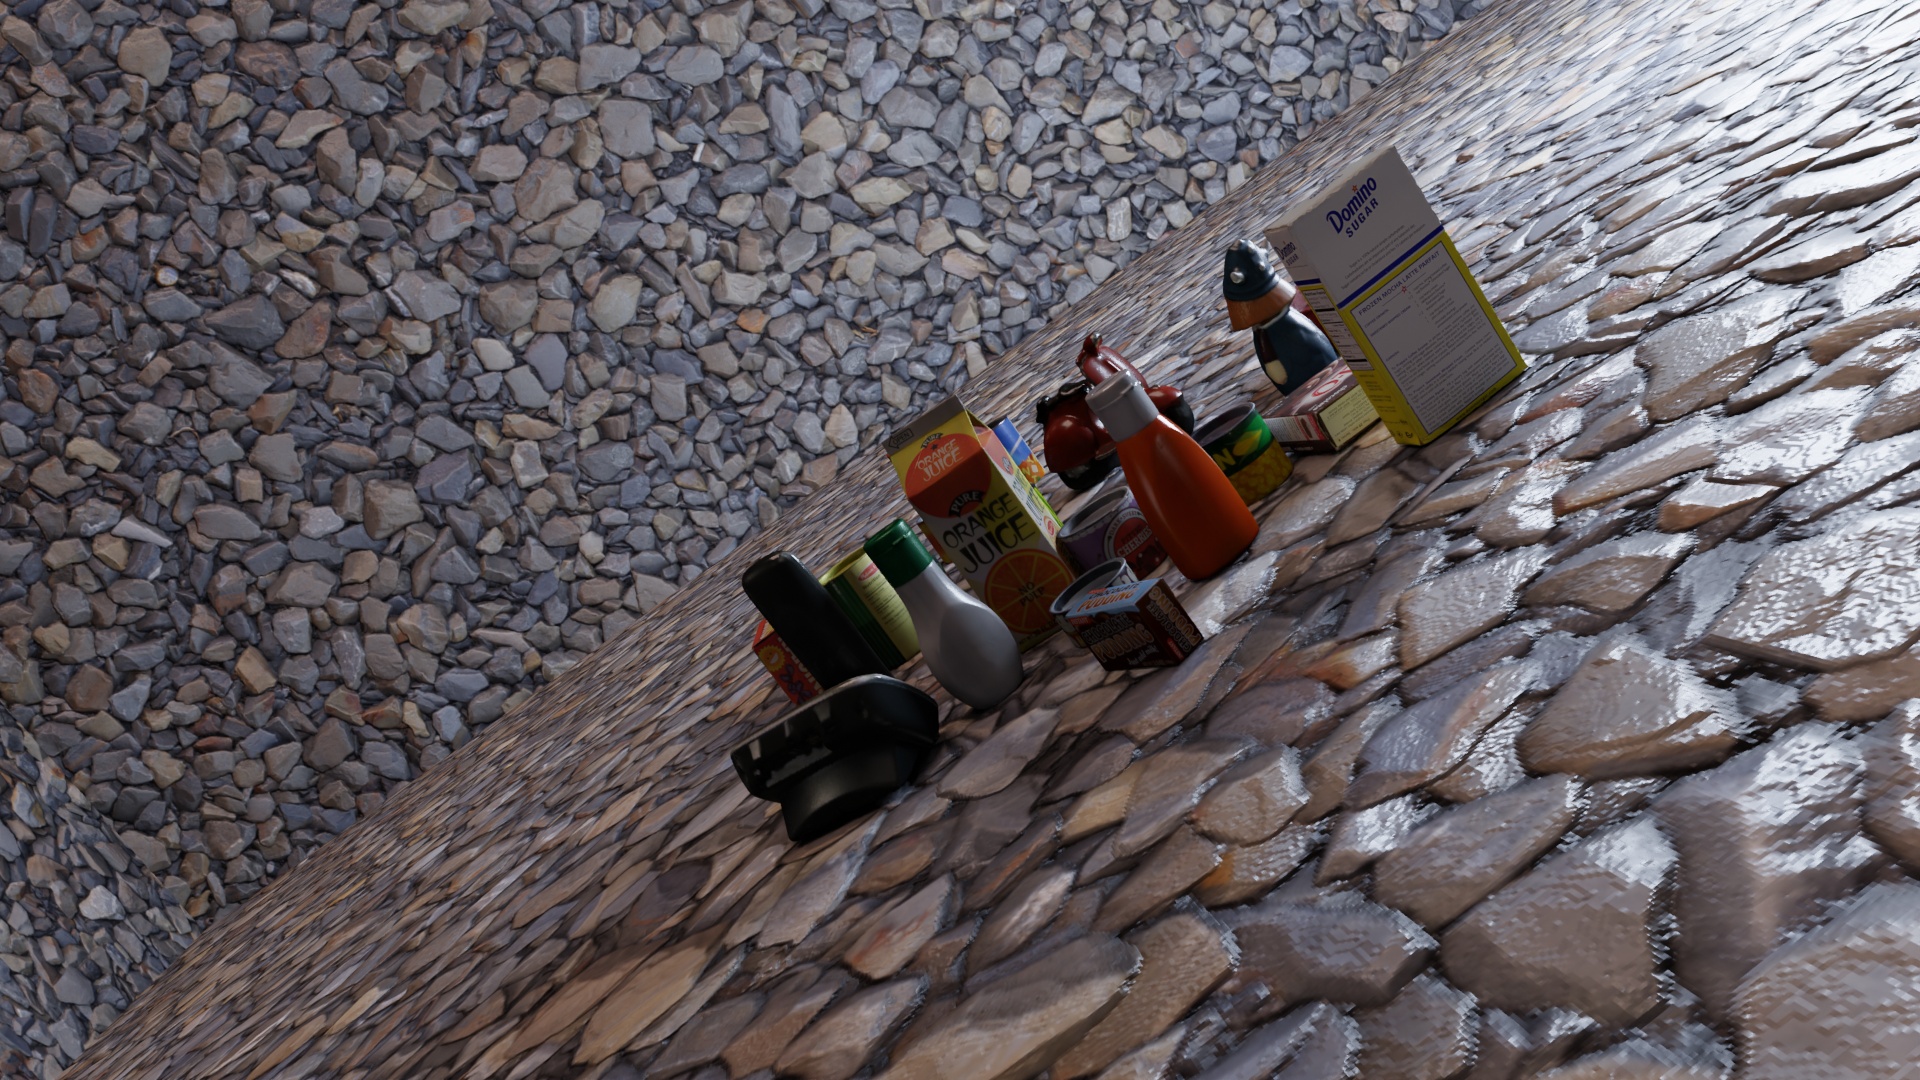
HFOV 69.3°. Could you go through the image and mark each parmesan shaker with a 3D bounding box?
[{"bbox_3d":[-0.080,0.065,1.289,0.071,0.103,0.071,-34,10,7],"label":"parmesan shaker"}]

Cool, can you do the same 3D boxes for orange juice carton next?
[{"bbox_3d":[0.022,-0.017,1.074,0.071,0.192,0.073,-33,10,13],"label":"orange juice carton"}]

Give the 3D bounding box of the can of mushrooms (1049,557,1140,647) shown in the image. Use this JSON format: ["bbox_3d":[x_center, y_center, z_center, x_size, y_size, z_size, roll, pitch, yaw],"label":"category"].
[{"bbox_3d":[0.099,0.045,0.993,0.071,0.033,0.071,-34,10,7],"label":"can of mushrooms"}]

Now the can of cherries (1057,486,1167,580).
[{"bbox_3d":[0.118,0.001,1.063,0.071,0.058,0.071,-34,10,7],"label":"can of cherries"}]

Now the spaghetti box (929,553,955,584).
[{"bbox_3d":[-0.093,0.069,1.461,0.249,0.050,0.029,-23,16,49],"label":"spaghetti box"}]

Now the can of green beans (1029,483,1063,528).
[{"bbox_3d":[0.059,-0.012,1.313,0.071,0.057,0.071,-34,10,7],"label":"can of green beans"}]

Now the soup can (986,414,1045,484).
[{"bbox_3d":[0.050,-0.095,1.648,0.071,0.083,0.071,-34,10,7],"label":"soup can"}]

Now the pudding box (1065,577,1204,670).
[{"bbox_3d":[0.109,0.054,0.879,0.030,0.049,0.083,-40,11,-26],"label":"pudding box"}]

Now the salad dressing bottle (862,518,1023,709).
[{"bbox_3d":[-0.013,0.052,1.003,0.064,0.147,0.044,-39,10,-21],"label":"salad dressing bottle"}]

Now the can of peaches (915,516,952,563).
[{"bbox_3d":[-0.008,-0.016,1.545,0.071,0.058,0.071,-34,10,7],"label":"can of peaches"}]

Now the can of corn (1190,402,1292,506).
[{"bbox_3d":[0.208,-0.061,1.054,0.071,0.058,0.071,-34,10,7],"label":"can of corn"}]

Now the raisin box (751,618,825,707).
[{"bbox_3d":[-0.115,0.114,1.122,0.040,0.123,0.086,-35,10,4],"label":"raisin box"}]

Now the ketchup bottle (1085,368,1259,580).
[{"bbox_3d":[0.142,-0.048,0.953,0.065,0.148,0.043,-40,11,-22],"label":"ketchup bottle"}]

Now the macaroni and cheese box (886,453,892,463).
[{"bbox_3d":[0.004,-0.015,1.198,0.040,0.166,0.124,-36,10,-3],"label":"macaroni and cheese box"}]
